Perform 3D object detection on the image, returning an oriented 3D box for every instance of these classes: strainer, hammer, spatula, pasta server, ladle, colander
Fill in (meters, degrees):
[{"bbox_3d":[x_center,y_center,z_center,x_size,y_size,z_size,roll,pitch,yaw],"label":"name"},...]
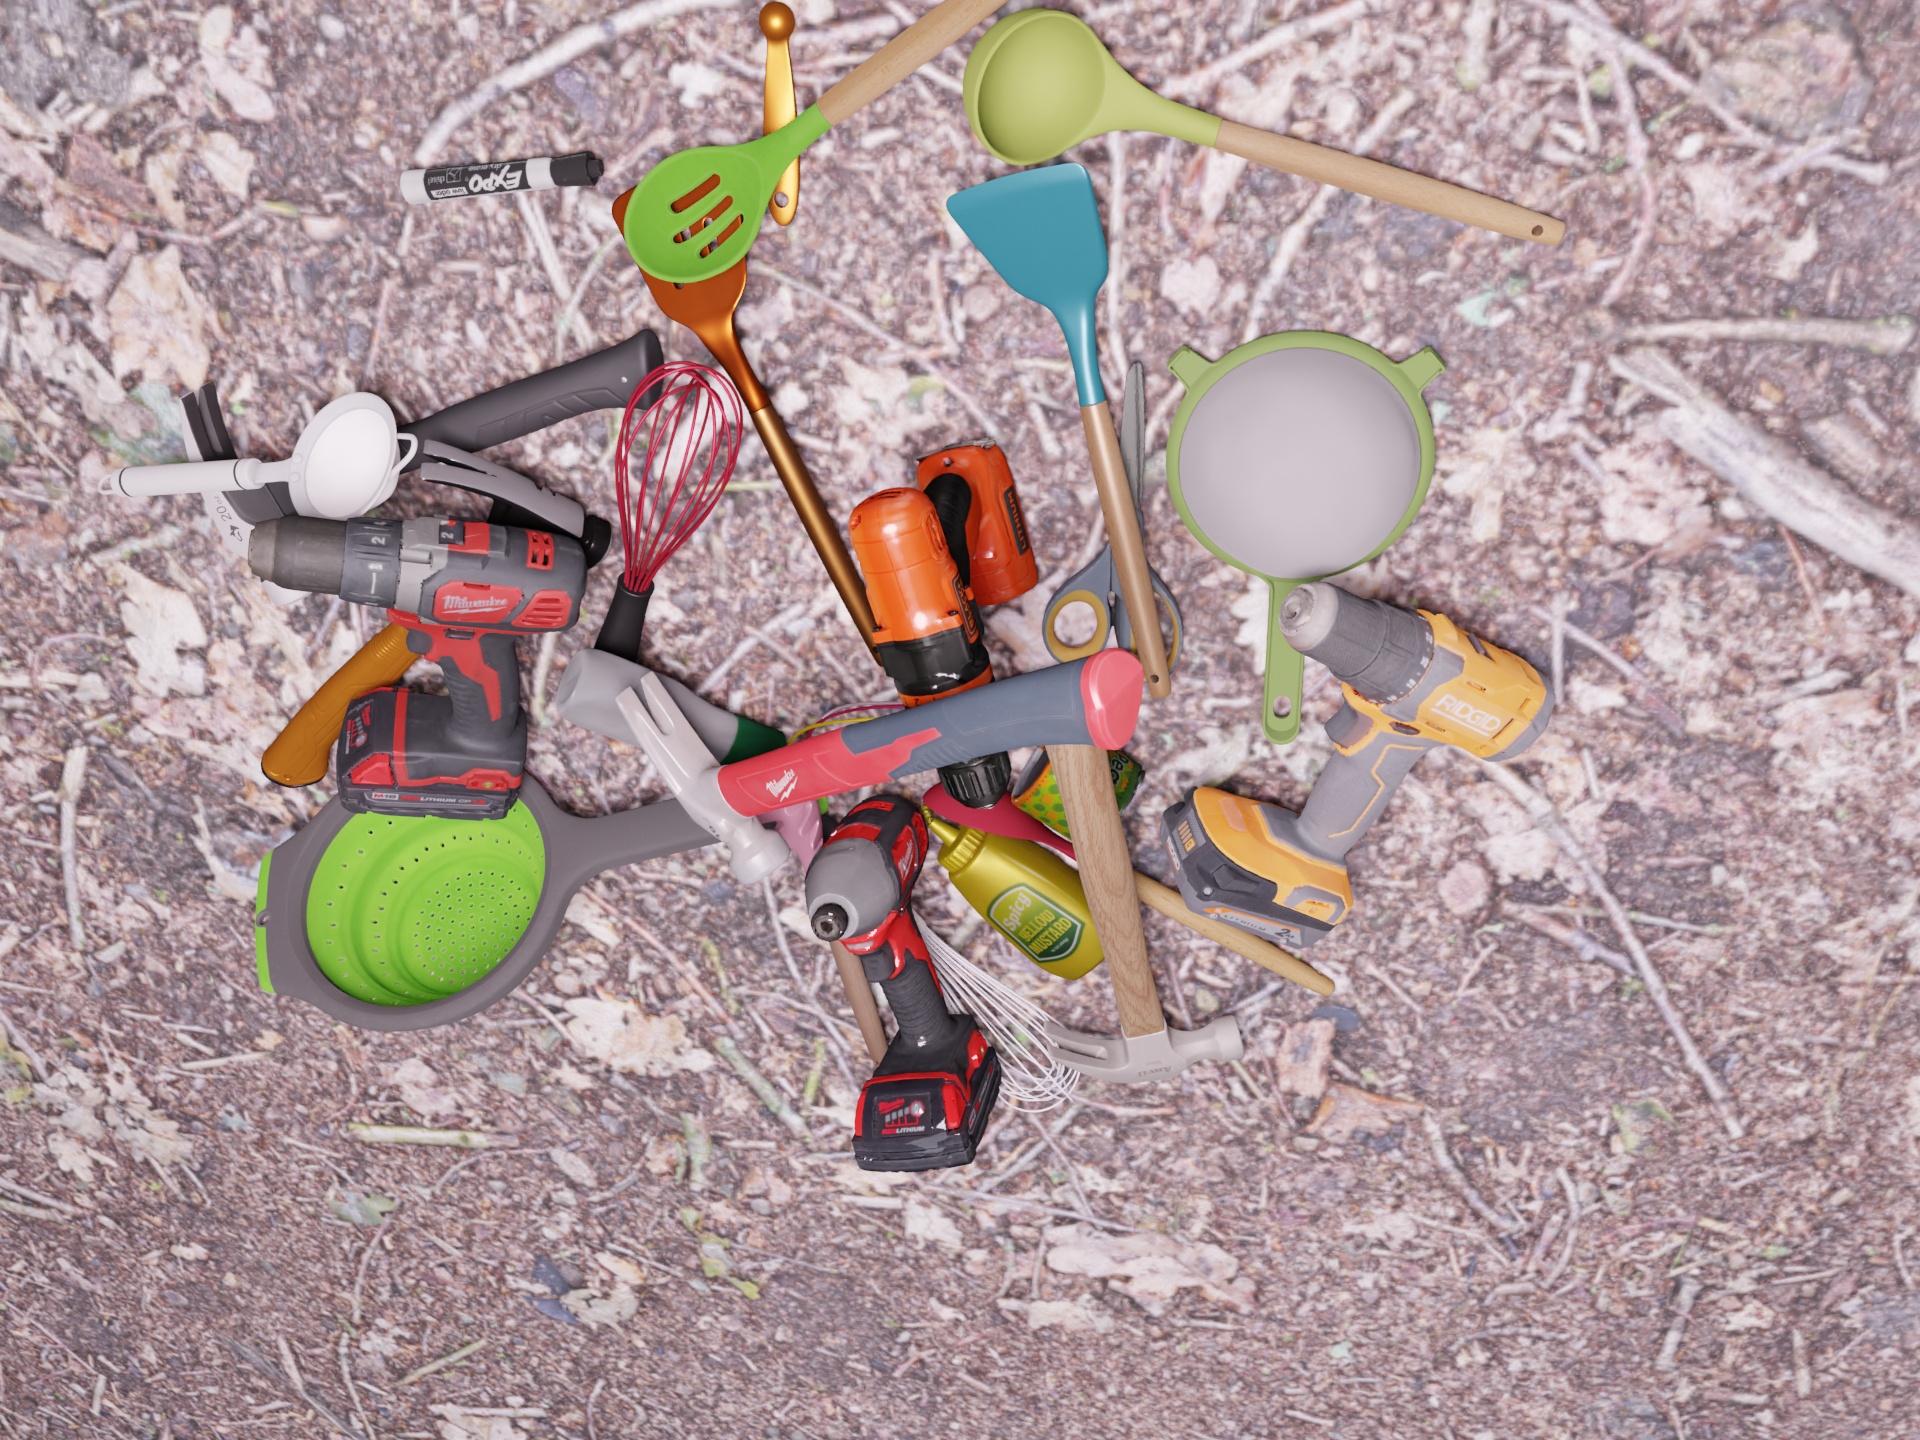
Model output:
[{"bbox_3d":[0.191,-0.089,0.913,0.151,0.069,0.256,3,118,10],"label":"strainer"},{"bbox_3d":[-0.333,-0.179,0.990,0.335,0.035,0.146,-14,116,19],"label":"hammer"},{"bbox_3d":[-0.107,-0.171,0.957,0.081,0.041,0.322,-16,119,18],"label":"spatula"},{"bbox_3d":[-0.091,0.145,1.094,0.060,0.040,0.315,18,138,33],"label":"pasta server"},{"bbox_3d":[0.097,0.124,1.011,0.130,0.031,0.331,-14,129,4],"label":"hammer"},{"bbox_3d":[0.076,-0.152,0.902,0.082,0.044,0.317,-5,114,27],"label":"spatula"},{"bbox_3d":[0.157,-0.290,0.815,0.320,0.062,0.078,16,126,-1],"label":"ladle"},{"bbox_3d":[-0.378,-0.053,1.052,0.127,0.034,0.337,26,130,-38],"label":"hammer"},{"bbox_3d":[-0.054,0.004,0.837,0.386,0.038,0.143,-17,111,52],"label":"hammer"},{"bbox_3d":[-0.429,-0.153,0.980,0.258,0.050,0.087,0,76,18],"label":"strainer"},{"bbox_3d":[-0.279,0.110,1.108,0.397,0.205,0.094,-14,151,1],"label":"colander"},{"bbox_3d":[0.119,0.111,1.058,0.315,0.069,0.031,28,104,-12],"label":"ladle"}]

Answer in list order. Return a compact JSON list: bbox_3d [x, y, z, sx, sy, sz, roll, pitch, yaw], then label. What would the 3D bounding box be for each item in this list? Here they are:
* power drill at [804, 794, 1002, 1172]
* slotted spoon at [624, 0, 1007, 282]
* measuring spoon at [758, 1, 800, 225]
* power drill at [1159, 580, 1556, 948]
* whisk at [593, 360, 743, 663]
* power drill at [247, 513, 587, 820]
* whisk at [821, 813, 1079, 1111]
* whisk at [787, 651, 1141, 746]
[{"bbox_3d":[-0.043,0.171,1.019,0.078,0.143,0.219,-9,107,17],"label":"power drill"},{"bbox_3d":[-0.050,-0.334,0.840,0.314,0.031,0.070,-30,90,20],"label":"slotted spoon"},{"bbox_3d":[-0.100,-0.329,0.869,0.021,0.011,0.116,6,120,8],"label":"measuring spoon"},{"bbox_3d":[0.213,0.023,0.942,0.185,0.084,0.226,22,123,-28],"label":"power drill"},{"bbox_3d":[-0.195,-0.098,0.983,0.073,0.073,0.295,25,132,-3],"label":"whisk"},{"bbox_3d":[-0.343,-0.038,0.990,0.187,0.080,0.226,5,137,-22],"label":"power drill"},{"bbox_3d":[-0.015,0.167,1.111,0.070,0.070,0.284,-37,102,27],"label":"whisk"},{"bbox_3d":[-0.003,-0.004,1.009,0.245,0.051,0.047,-15,113,21],"label":"whisk"}]
